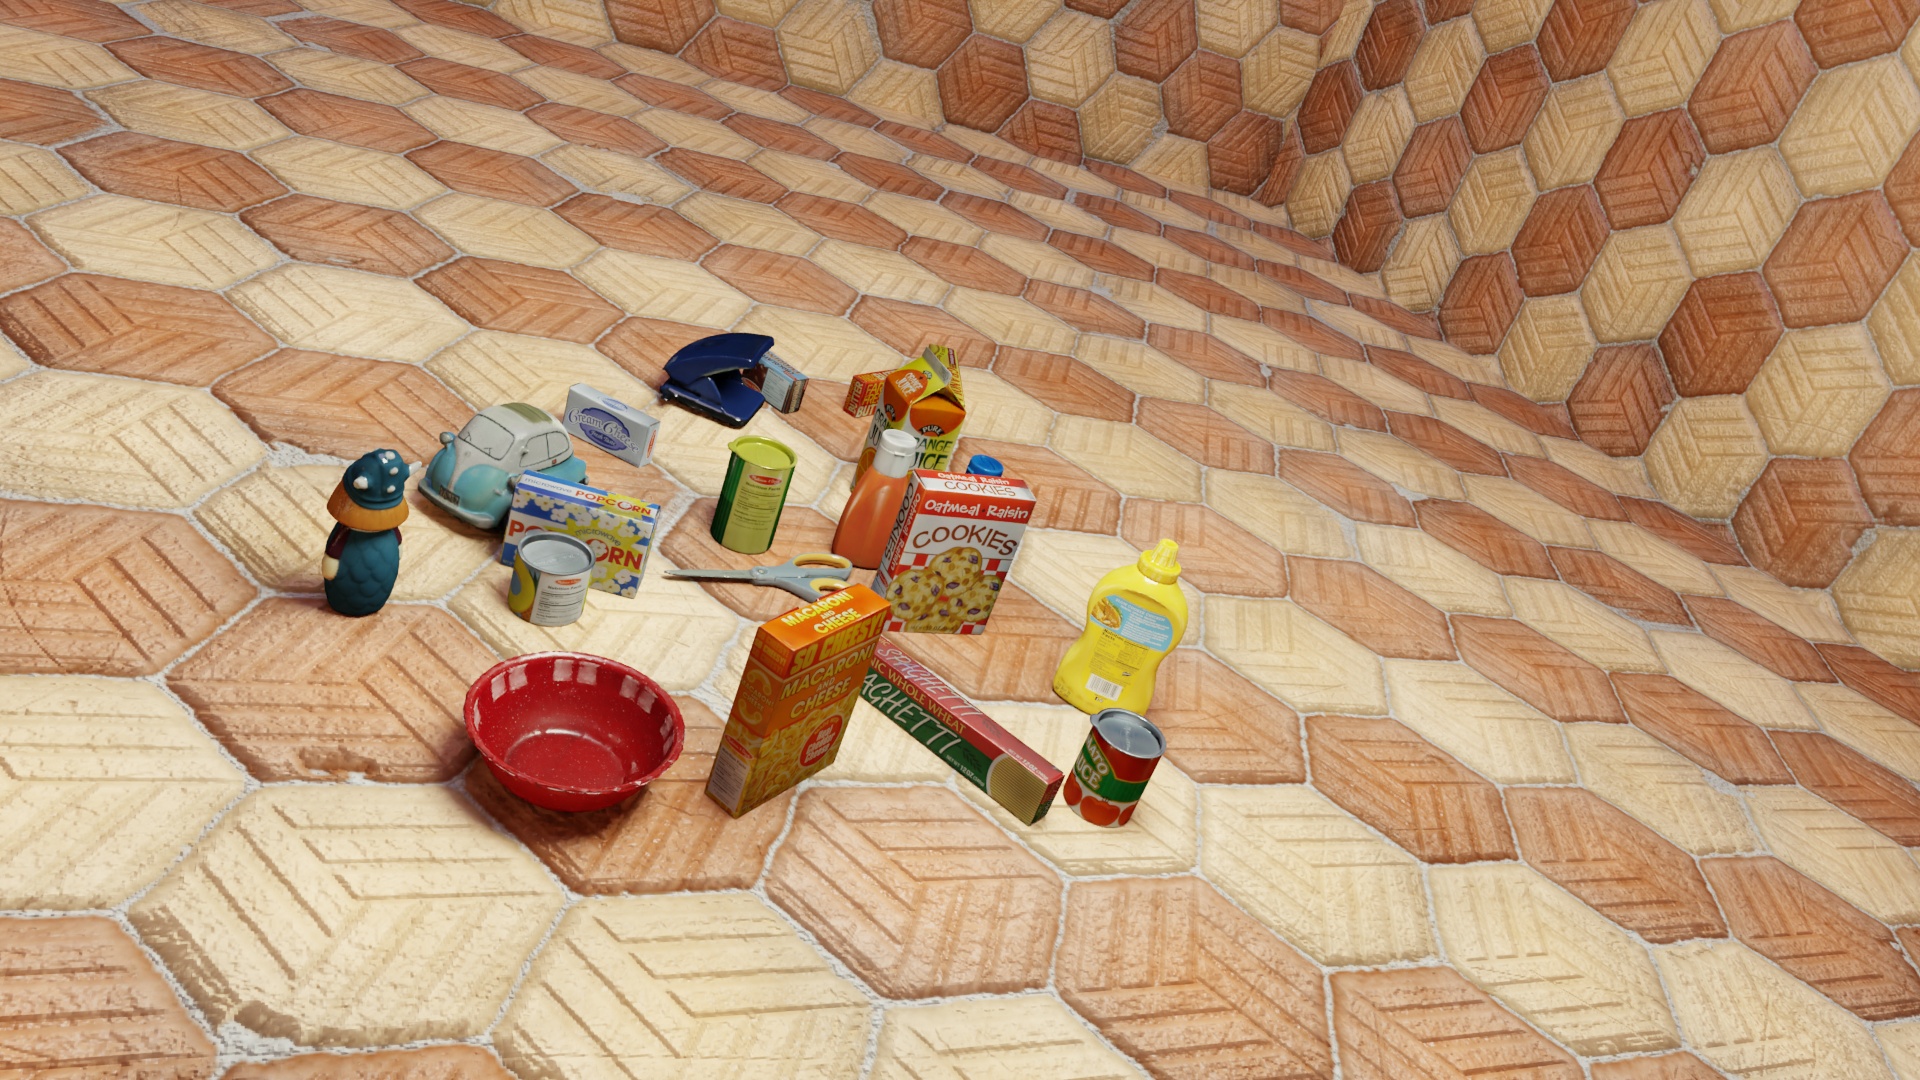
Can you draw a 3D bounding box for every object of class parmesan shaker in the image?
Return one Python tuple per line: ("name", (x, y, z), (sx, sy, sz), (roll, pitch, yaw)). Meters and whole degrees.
("parmesan shaker", (-0.212, -0.047, 1.404), (0.071, 0.102, 0.071), (16, 28, -9))

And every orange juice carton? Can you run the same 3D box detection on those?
("orange juice carton", (-0.054, -0.116, 1.540), (0.073, 0.191, 0.072), (4, 32, -30))

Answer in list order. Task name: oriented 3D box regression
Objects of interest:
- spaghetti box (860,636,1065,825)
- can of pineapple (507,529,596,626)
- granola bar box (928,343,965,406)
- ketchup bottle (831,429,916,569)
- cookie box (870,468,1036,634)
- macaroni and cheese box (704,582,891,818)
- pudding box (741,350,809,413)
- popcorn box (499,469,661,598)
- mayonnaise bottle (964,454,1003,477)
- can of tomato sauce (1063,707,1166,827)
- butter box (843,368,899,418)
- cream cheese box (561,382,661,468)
("spaghetti box", (-0.019, 0.156, 1.228), (0.250, 0.050, 0.029), (34, 30, 24))
("can of pineapple", (-0.357, 0.032, 1.211), (0.071, 0.057, 0.071), (16, 28, -9))
("granola bar box", (-0.035, -0.150, 1.688), (0.039, 0.123, 0.166), (14, 28, -12))
("ketchup bottle", (-0.084, -0.042, 1.434), (0.065, 0.148, 0.044), (11, 29, -19))
("cookie box", (-0.011, 0.013, 1.364), (0.123, 0.166, 0.040), (5, 31, -28))
("macaroni and cheese box", (-0.128, 0.123, 1.088), (0.040, 0.165, 0.124), (33, 30, 22))
("pudding box", (-0.231, -0.199, 1.722), (0.084, 0.049, 0.030), (35, 30, 25))
("popcorn box", (-0.345, -0.006, 1.259), (0.127, 0.084, 0.038), (16, 28, -10))
("mayonnaise bottle", (0.005, -0.018, 1.453), (0.041, 0.147, 0.065), (1, 33, -34))
("can of tomato sauce", (0.133, 0.199, 1.220), (0.071, 0.082, 0.071), (16, 28, -9))
("butter box", (-0.103, -0.191, 1.792), (0.024, 0.053, 0.104), (36, 31, 28))
("cream cheese box", (-0.374, -0.123, 1.484), (0.104, 0.053, 0.024), (26, 28, 10))
